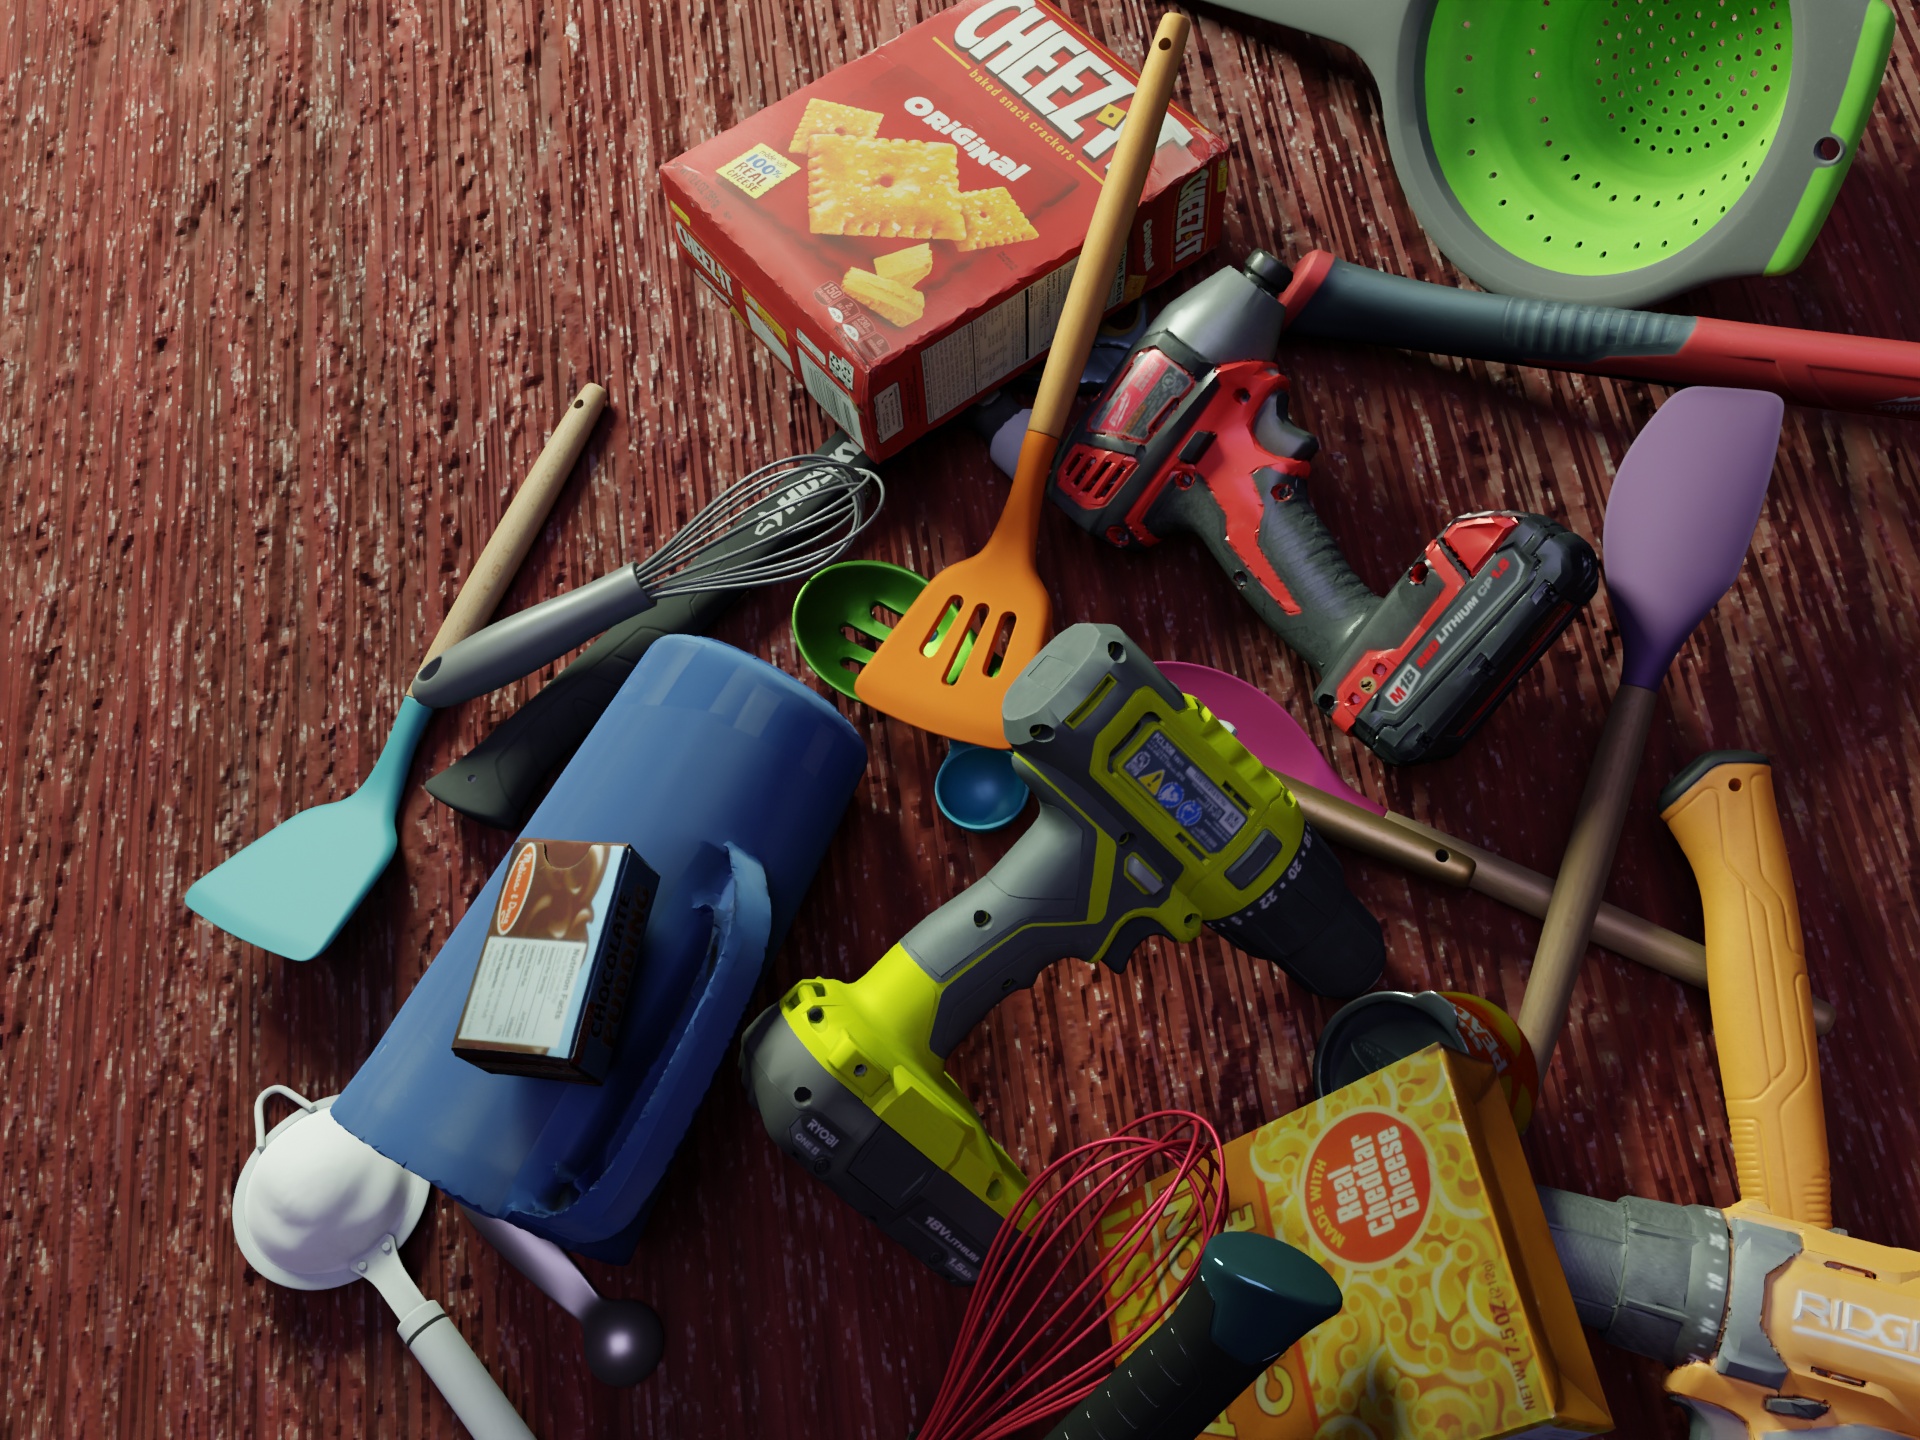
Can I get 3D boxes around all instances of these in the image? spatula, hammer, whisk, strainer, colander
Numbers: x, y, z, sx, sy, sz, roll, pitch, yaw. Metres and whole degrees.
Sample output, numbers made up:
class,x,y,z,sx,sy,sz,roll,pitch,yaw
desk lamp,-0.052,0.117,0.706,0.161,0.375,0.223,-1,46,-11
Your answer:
class,x,y,z,sx,sy,sz,roll,pitch,yaw
spatula,0.263,0.012,0.640,0.060,0.018,0.316,13,82,38
hammer,0.322,-0.146,0.683,0.386,0.143,0.038,16,67,27
hammer,0.312,0.176,0.584,0.127,0.034,0.337,-4,75,10
whisk,-0.144,-0.058,0.721,0.239,0.055,0.055,-24,69,7
strainer,-0.232,0.248,0.673,0.087,0.050,0.258,-38,72,-19
hammer,0.005,0.293,0.544,0.128,0.033,0.331,38,106,-4
spatula,0.041,-0.148,0.685,0.081,0.041,0.322,19,95,17
colander,0.244,-0.330,0.749,0.094,0.204,0.397,-24,46,-34
whisk,0.001,0.256,0.582,0.073,0.073,0.296,42,103,20
hammer,-0.120,-0.071,0.762,0.335,0.035,0.146,-42,70,-5
spatula,-0.253,-0.035,0.769,0.082,0.044,0.317,19,75,22

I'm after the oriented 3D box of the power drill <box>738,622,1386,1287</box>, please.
class,x,y,z,sx,sy,sz,roll,pitch,yaw
power drill,0.045,0.102,0.624,0.190,0.080,0.228,44,88,-17

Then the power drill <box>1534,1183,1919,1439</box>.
class,x,y,z,sx,sy,sz,roll,pitch,yaw
power drill,0.244,0.270,0.515,0.185,0.084,0.226,12,73,15

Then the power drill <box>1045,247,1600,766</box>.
class,x,y,z,sx,sy,sz,roll,pitch,yaw
power drill,0.151,-0.094,0.677,0.220,0.078,0.143,43,109,22

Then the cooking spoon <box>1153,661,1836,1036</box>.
class,x,y,z,sx,sy,sz,roll,pitch,yaw
cooking spoon,0.200,0.055,0.667,0.319,0.017,0.069,25,90,17

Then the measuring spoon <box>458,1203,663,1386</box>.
class,x,y,z,sx,sy,sz,roll,pitch,yaw
measuring spoon,-0.176,0.234,0.676,0.124,0.018,0.034,36,81,20

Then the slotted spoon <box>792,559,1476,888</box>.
class,x,y,z,sx,sy,sz,roll,pitch,yaw
slotted spoon,0.068,0.006,0.688,0.314,0.031,0.070,23,68,16

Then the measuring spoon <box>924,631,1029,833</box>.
class,x,y,z,sx,sy,sz,roll,pitch,yaw
measuring spoon,-0.001,-0.002,0.729,0.042,0.021,0.129,-16,60,-3
